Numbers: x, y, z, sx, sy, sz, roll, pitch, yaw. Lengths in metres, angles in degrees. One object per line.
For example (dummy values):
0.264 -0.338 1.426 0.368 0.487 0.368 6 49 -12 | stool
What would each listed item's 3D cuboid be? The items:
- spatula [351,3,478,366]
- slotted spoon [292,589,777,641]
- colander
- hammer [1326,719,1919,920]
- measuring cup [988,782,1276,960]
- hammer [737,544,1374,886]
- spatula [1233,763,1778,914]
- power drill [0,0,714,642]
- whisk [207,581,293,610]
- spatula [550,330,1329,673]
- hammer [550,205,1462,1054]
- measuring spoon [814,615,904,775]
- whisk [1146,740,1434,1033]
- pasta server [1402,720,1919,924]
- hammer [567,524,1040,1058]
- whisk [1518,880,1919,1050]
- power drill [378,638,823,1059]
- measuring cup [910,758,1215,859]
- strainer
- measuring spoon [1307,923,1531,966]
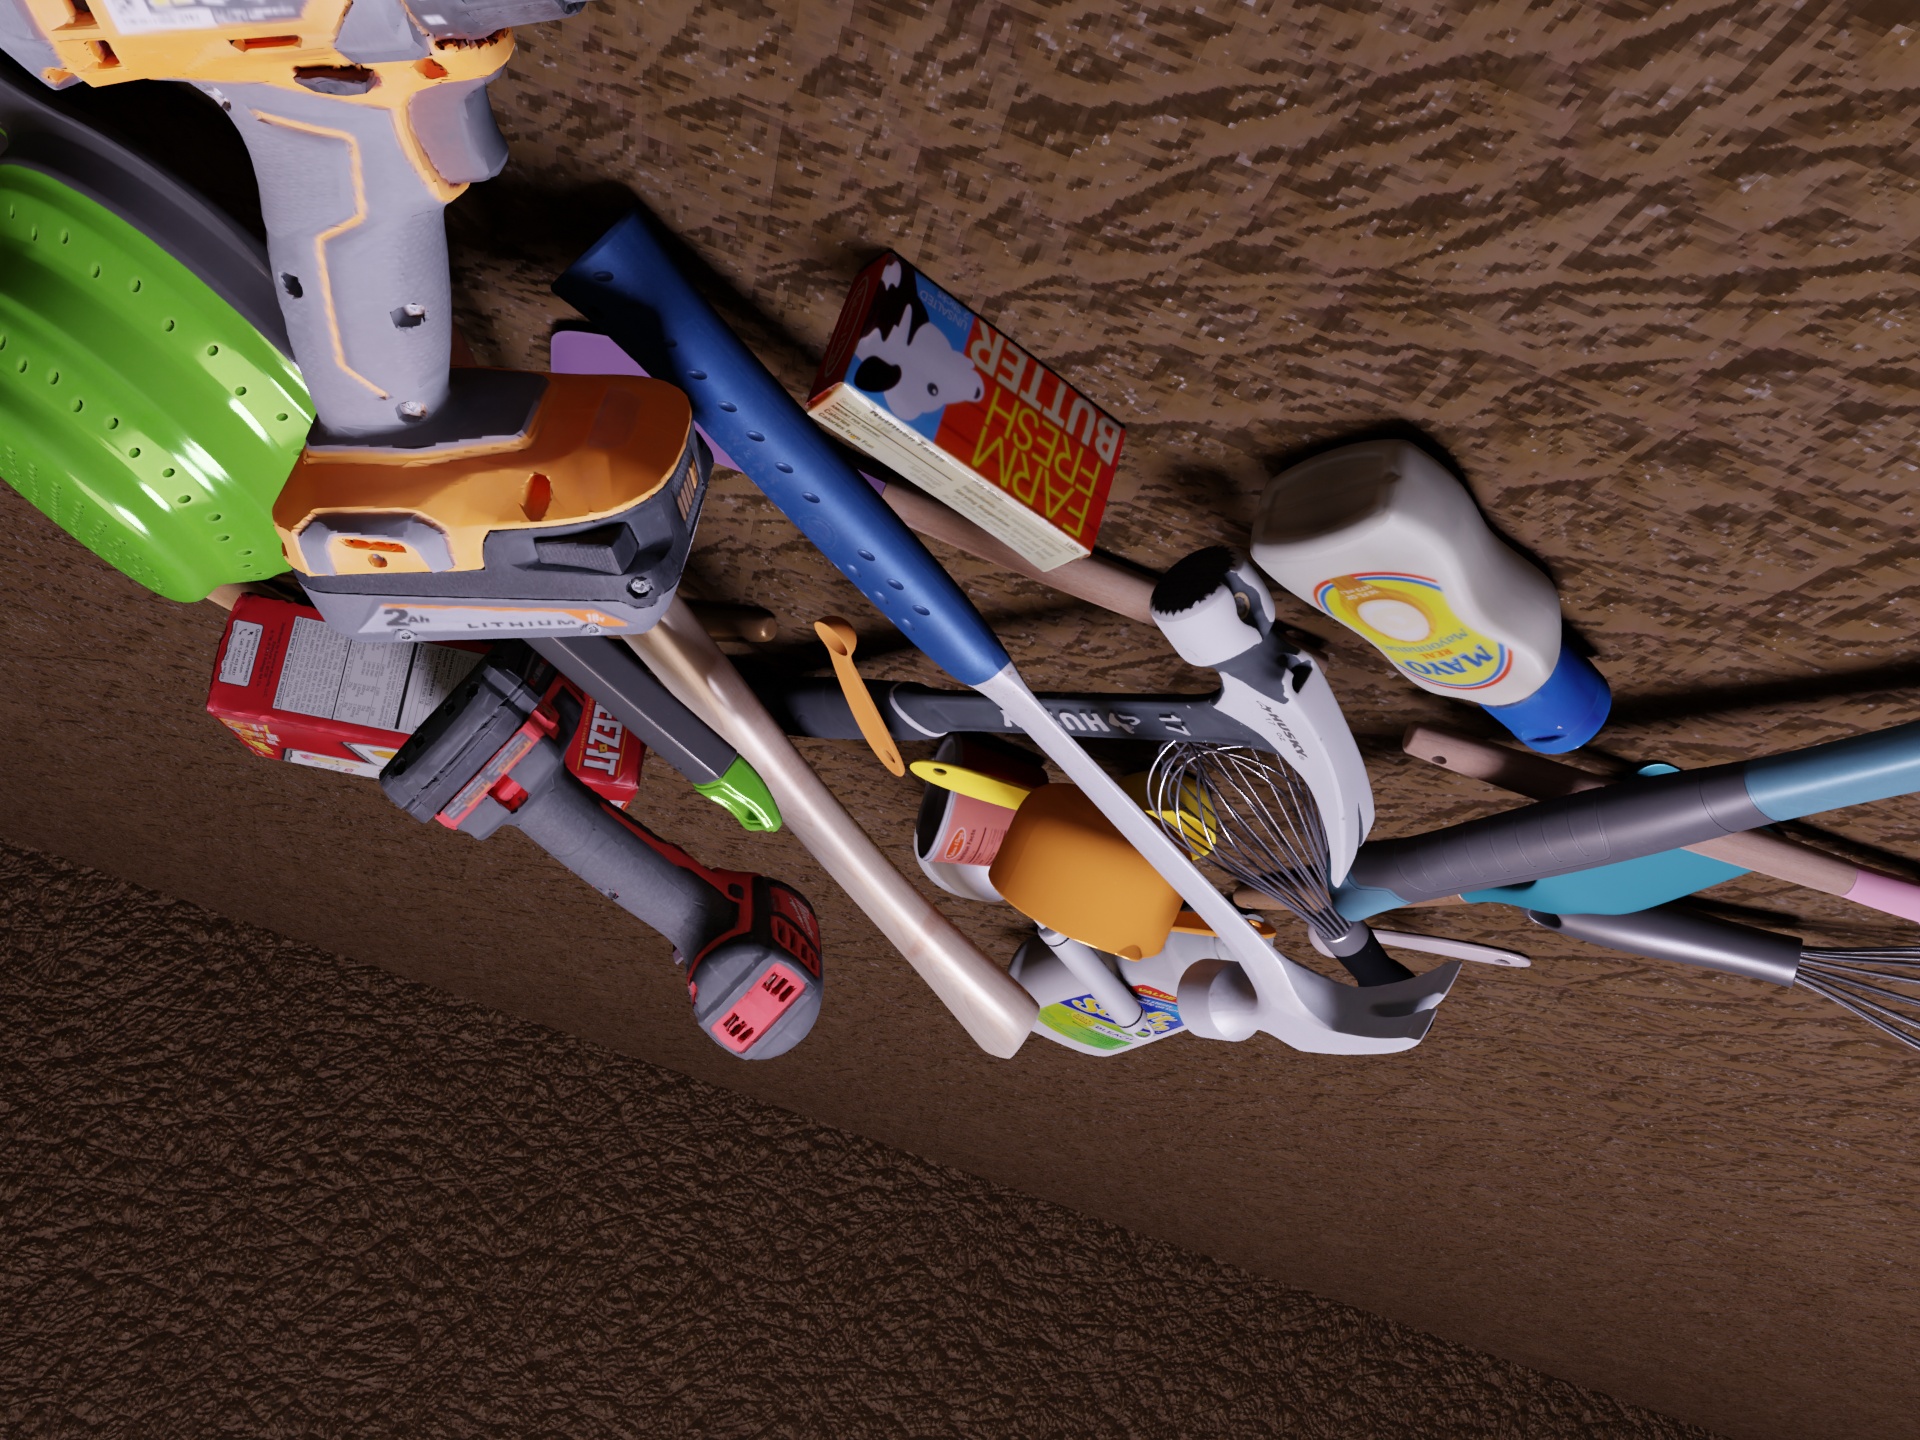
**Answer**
-0.169 -0.129 0.536 0.081 0.041 0.322 13 153 10 | spatula
-0.228 -0.054 0.829 0.314 0.031 0.070 4 160 28 | slotted spoon
-0.234 -0.057 0.598 0.396 0.094 0.204 44 158 -20 | colander
0.263 0.027 0.550 0.128 0.033 0.331 28 148 -32 | hammer
0.096 0.072 0.750 0.173 0.052 0.095 12 -164 -35 | measuring cup
-0.001 -0.002 0.695 0.409 0.036 0.149 2 140 51 | hammer
0.232 0.072 0.767 0.082 0.044 0.317 29 161 -20 | spatula
-0.124 -0.128 0.417 0.185 0.084 0.226 -2 135 7 | power drill
-0.383 -0.048 0.952 0.244 0.047 0.051 31 157 -21 | whisk
-0.005 -0.077 0.601 0.316 0.018 0.059 22 155 -6 | spatula
0.020 -0.012 0.561 0.405 0.035 0.144 46 155 -20 | hammer
-0.039 -0.009 0.680 0.021 0.011 0.116 33 160 30 | measuring spoon
0.169 0.084 0.755 0.070 0.070 0.284 -1 145 40 | whisk
0.323 0.060 0.625 0.316 0.040 0.060 18 144 -3 | pasta server
-0.088 0.030 0.764 0.146 0.038 0.410 -1 136 45 | hammer
0.373 0.109 0.713 0.239 0.055 0.055 13 159 25 | whisk
-0.156 0.059 0.758 0.219 0.078 0.143 43 -174 -14 | power drill
0.052 0.033 0.786 0.156 0.029 0.062 16 148 -7 | measuring cup
0.052 0.117 0.918 0.087 0.050 0.258 -26 127 18 | strainer
0.255 0.131 0.895 0.124 0.018 0.034 6 155 28 | measuring spoon
